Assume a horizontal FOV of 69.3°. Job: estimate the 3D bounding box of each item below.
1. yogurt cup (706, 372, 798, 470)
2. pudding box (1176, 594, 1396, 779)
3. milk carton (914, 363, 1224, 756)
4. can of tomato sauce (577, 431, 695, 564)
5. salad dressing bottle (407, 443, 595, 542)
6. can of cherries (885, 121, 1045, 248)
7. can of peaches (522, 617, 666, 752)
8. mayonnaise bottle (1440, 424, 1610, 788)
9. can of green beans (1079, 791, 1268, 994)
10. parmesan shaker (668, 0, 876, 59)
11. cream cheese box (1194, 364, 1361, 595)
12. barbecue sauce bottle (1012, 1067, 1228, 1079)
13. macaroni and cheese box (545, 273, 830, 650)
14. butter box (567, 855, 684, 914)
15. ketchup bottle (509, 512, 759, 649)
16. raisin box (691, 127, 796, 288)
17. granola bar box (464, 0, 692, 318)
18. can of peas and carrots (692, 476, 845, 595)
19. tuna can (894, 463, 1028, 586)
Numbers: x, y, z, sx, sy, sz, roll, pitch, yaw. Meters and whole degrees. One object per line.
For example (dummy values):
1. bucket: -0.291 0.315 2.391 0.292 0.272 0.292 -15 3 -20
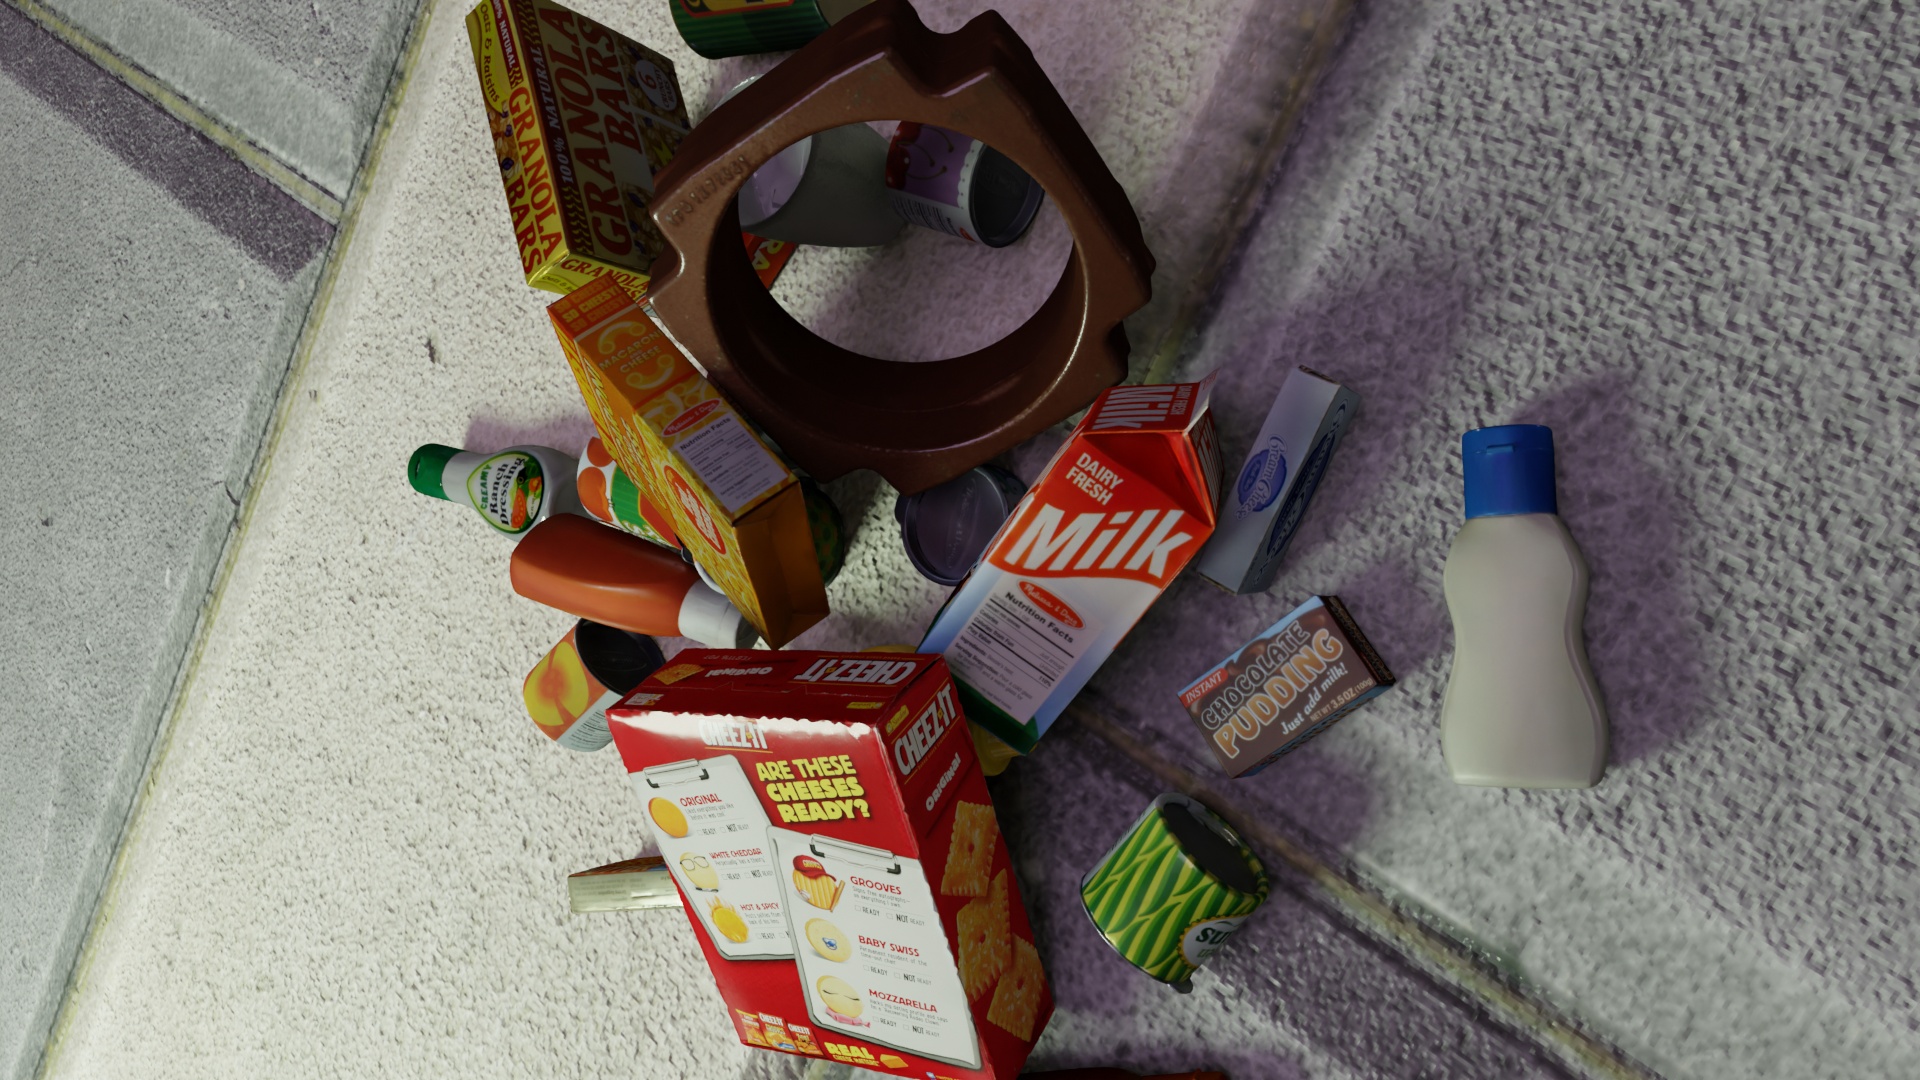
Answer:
1. yogurt cup: -0.110 -0.077 0.784 0.072 0.072 0.054 -41 59 23
2. pudding box: 0.147 0.067 0.633 0.083 0.030 0.050 -39 67 23
3. milk carton: 0.060 0.001 0.640 0.073 0.073 0.189 35 116 -1
4. can of tomato sauce: -0.174 -0.030 0.818 0.083 0.071 0.071 17 96 32
5. salad dressing bottle: -0.303 -0.035 0.911 0.148 0.044 0.064 12 92 32
6. can of cherries: 0.004 -0.193 0.720 0.058 0.071 0.071 23 99 32
7. can of peaches: -0.222 0.084 0.840 0.058 0.071 0.071 -43 66 23
8. mayonnaise bottle: 0.232 0.027 0.578 0.064 0.041 0.148 -4 83 30
9. can of green beans: 0.098 0.158 0.636 0.071 0.071 0.057 47 110 25
10. parmesan shaker: -0.107 -0.318 0.798 0.103 0.071 0.071 6 90 32
11. cream cheese box: 0.144 -0.026 0.628 0.024 0.053 0.103 29 102 23
12. barbecue sauce bottle: 0.055 0.276 0.659 0.148 0.065 0.043 -14 91 22
13. macaroni and cheese box: -0.134 -0.038 0.695 0.040 0.123 0.167 -34 63 -18
14. butter box: -0.175 0.199 0.810 0.103 0.053 0.024 -12 84 31
15. ketchup bottle: -0.188 0.028 0.819 0.149 0.065 0.043 18 124 17
16. raisin box: -0.163 -0.187 0.839 0.123 0.040 0.086 47 109 27
17. granola bar box: -0.195 -0.208 0.762 0.039 0.124 0.166 -26 73 30
18. can of peas and carrots: -0.108 -0.003 0.779 0.071 0.059 0.071 -2 86 31
19. tuna can: 0.003 -0.009 0.727 0.071 0.033 0.071 -2 85 32
